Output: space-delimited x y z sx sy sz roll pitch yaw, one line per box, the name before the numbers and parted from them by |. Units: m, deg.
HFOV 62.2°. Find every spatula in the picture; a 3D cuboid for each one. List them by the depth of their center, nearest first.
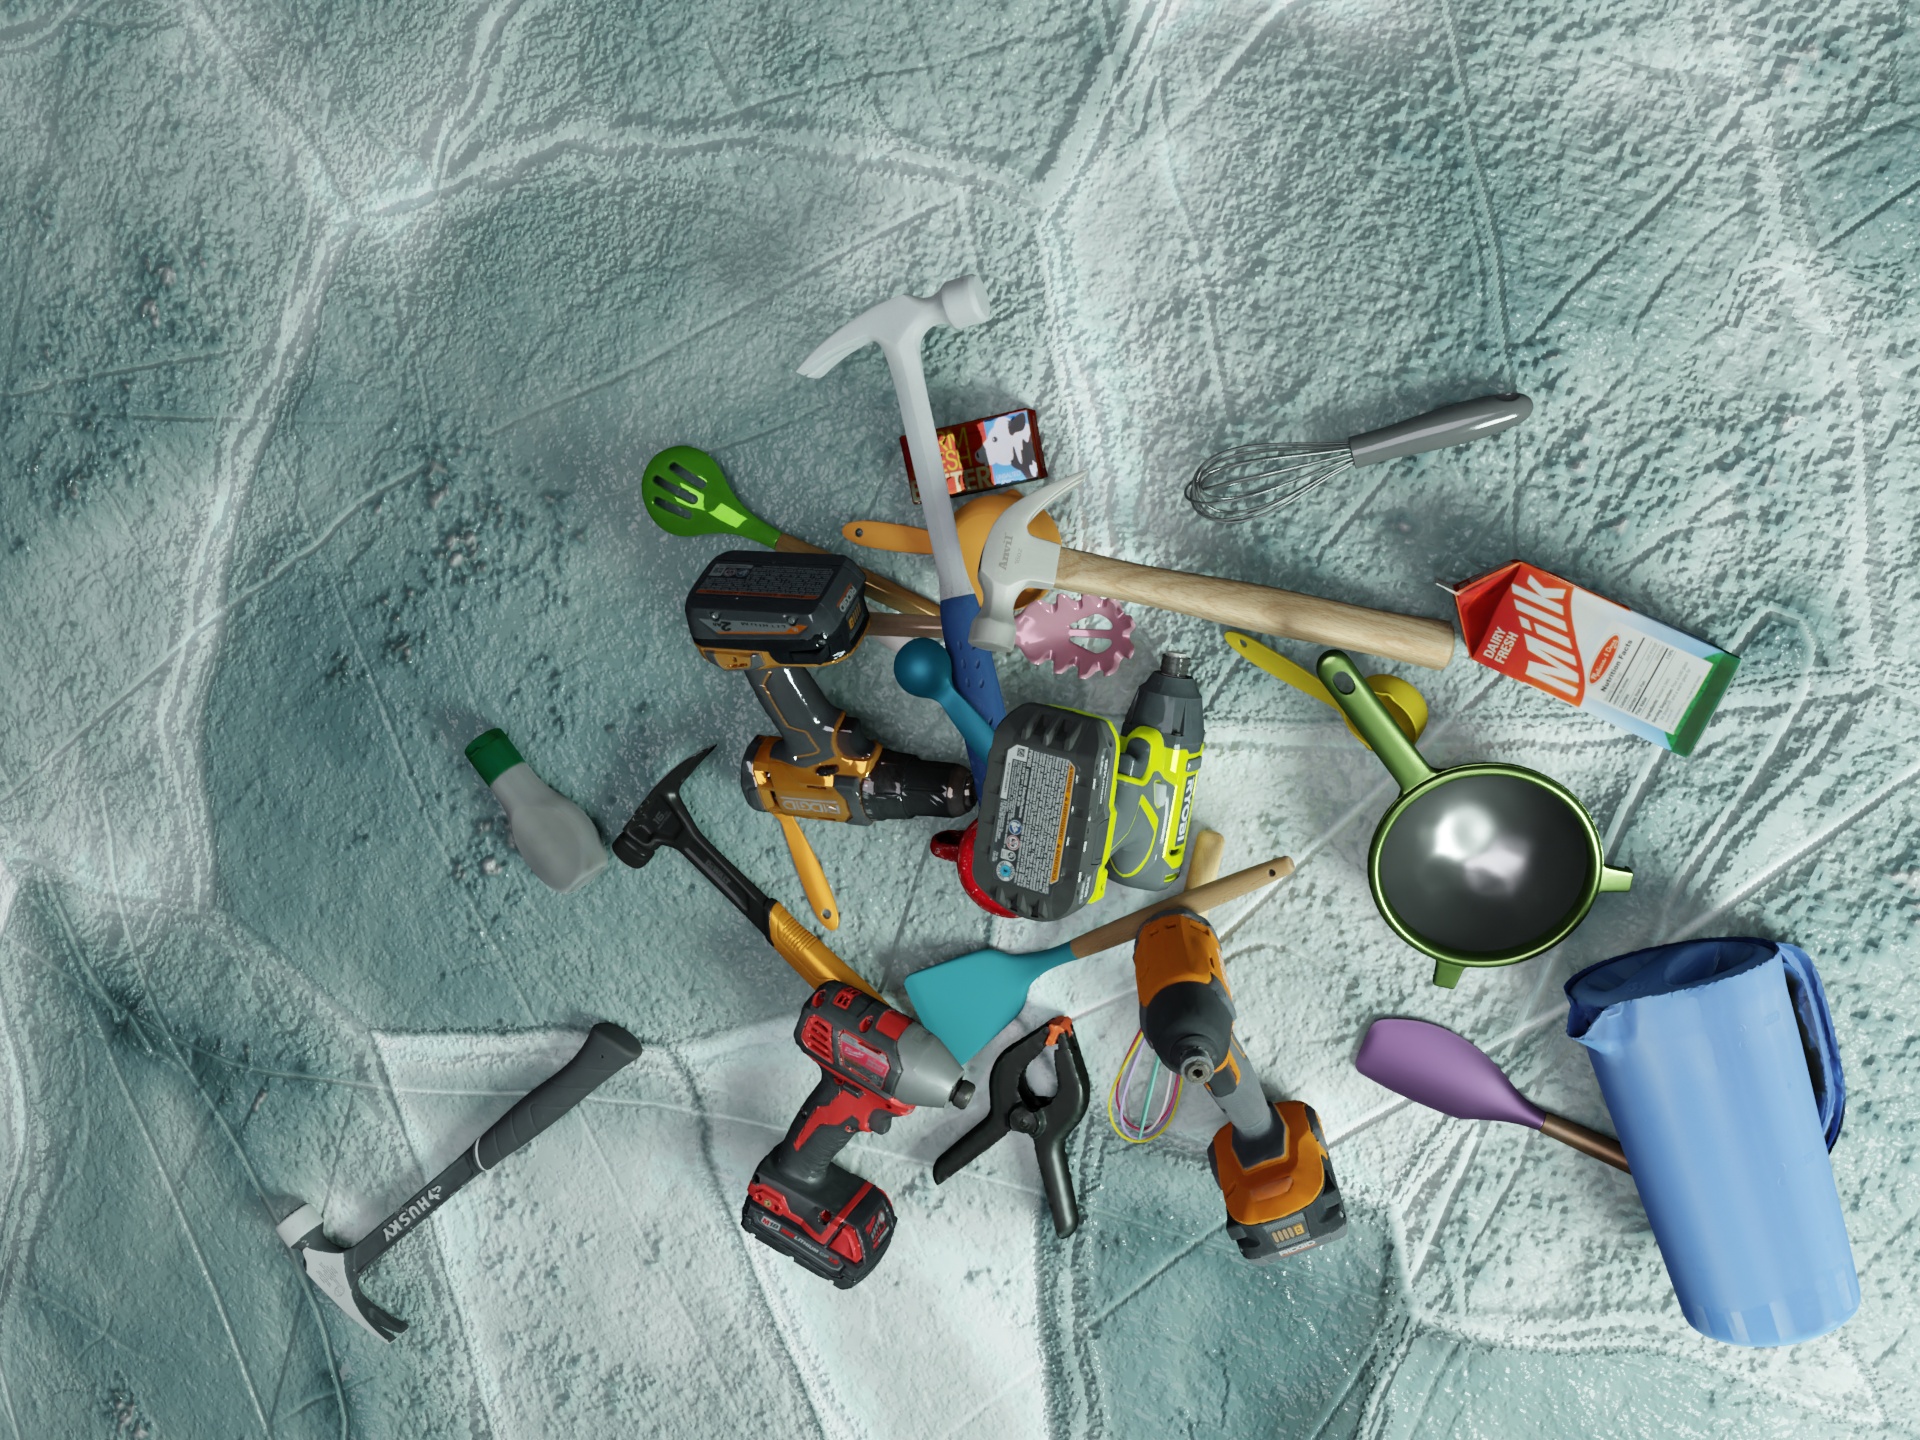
spatula | 0.435 0.291 1.119 0.316 0.018 0.059 24 102 14
spatula | 0.104 0.166 1.175 0.317 0.044 0.082 -28 93 29

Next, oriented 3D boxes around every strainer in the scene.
strainer | 0.321 0.048 1.080 0.151 0.069 0.256 -36 99 20

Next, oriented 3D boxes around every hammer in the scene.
hammer | 0.176 -0.085 1.085 0.331 0.031 0.130 11 82 -6
hammer | -0.010 -0.096 1.119 0.144 0.035 0.405 -13 90 22
hammer | -0.126 0.171 1.261 0.337 0.034 0.127 44 115 6
hammer | -0.425 0.392 1.384 0.409 0.036 0.149 -40 86 17

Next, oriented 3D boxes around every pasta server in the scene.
pasta server | -0.025 -0.069 1.158 0.316 0.040 0.060 4 96 17

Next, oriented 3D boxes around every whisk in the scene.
whisk | 0.271 -0.184 1.094 0.239 0.055 0.055 -14 93 14
whisk | 0.156 0.200 1.180 0.047 0.051 0.245 15 98 20

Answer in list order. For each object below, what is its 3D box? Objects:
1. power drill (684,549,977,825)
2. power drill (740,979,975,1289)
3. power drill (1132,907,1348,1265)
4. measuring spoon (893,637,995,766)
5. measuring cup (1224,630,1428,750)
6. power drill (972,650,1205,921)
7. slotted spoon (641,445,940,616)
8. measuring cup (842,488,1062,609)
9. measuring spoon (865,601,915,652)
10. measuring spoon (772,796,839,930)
power drill | -0.090 -0.011 1.162 0.185 0.084 0.226 5 133 20
power drill | -0.078 0.319 1.226 0.143 0.078 0.219 26 113 14
power drill | 0.187 0.259 1.090 0.084 0.164 0.226 -24 108 12
measuring spoon | -0.002 -0.003 1.091 0.042 0.021 0.129 -43 79 18
measuring cup | 0.259 -0.031 1.125 0.157 0.029 0.062 33 148 24
power drill | 0.101 0.042 1.080 0.080 0.223 0.171 14 103 28
slotted spoon | -0.117 -0.129 1.228 0.314 0.031 0.070 27 99 11
measuring cup | -0.013 -0.130 1.181 0.173 0.052 0.095 9 100 13
measuring spoon | -0.050 -0.061 1.220 0.124 0.018 0.034 35 106 11
measuring spoon | -0.125 0.115 1.269 0.021 0.011 0.117 -23 90 18
